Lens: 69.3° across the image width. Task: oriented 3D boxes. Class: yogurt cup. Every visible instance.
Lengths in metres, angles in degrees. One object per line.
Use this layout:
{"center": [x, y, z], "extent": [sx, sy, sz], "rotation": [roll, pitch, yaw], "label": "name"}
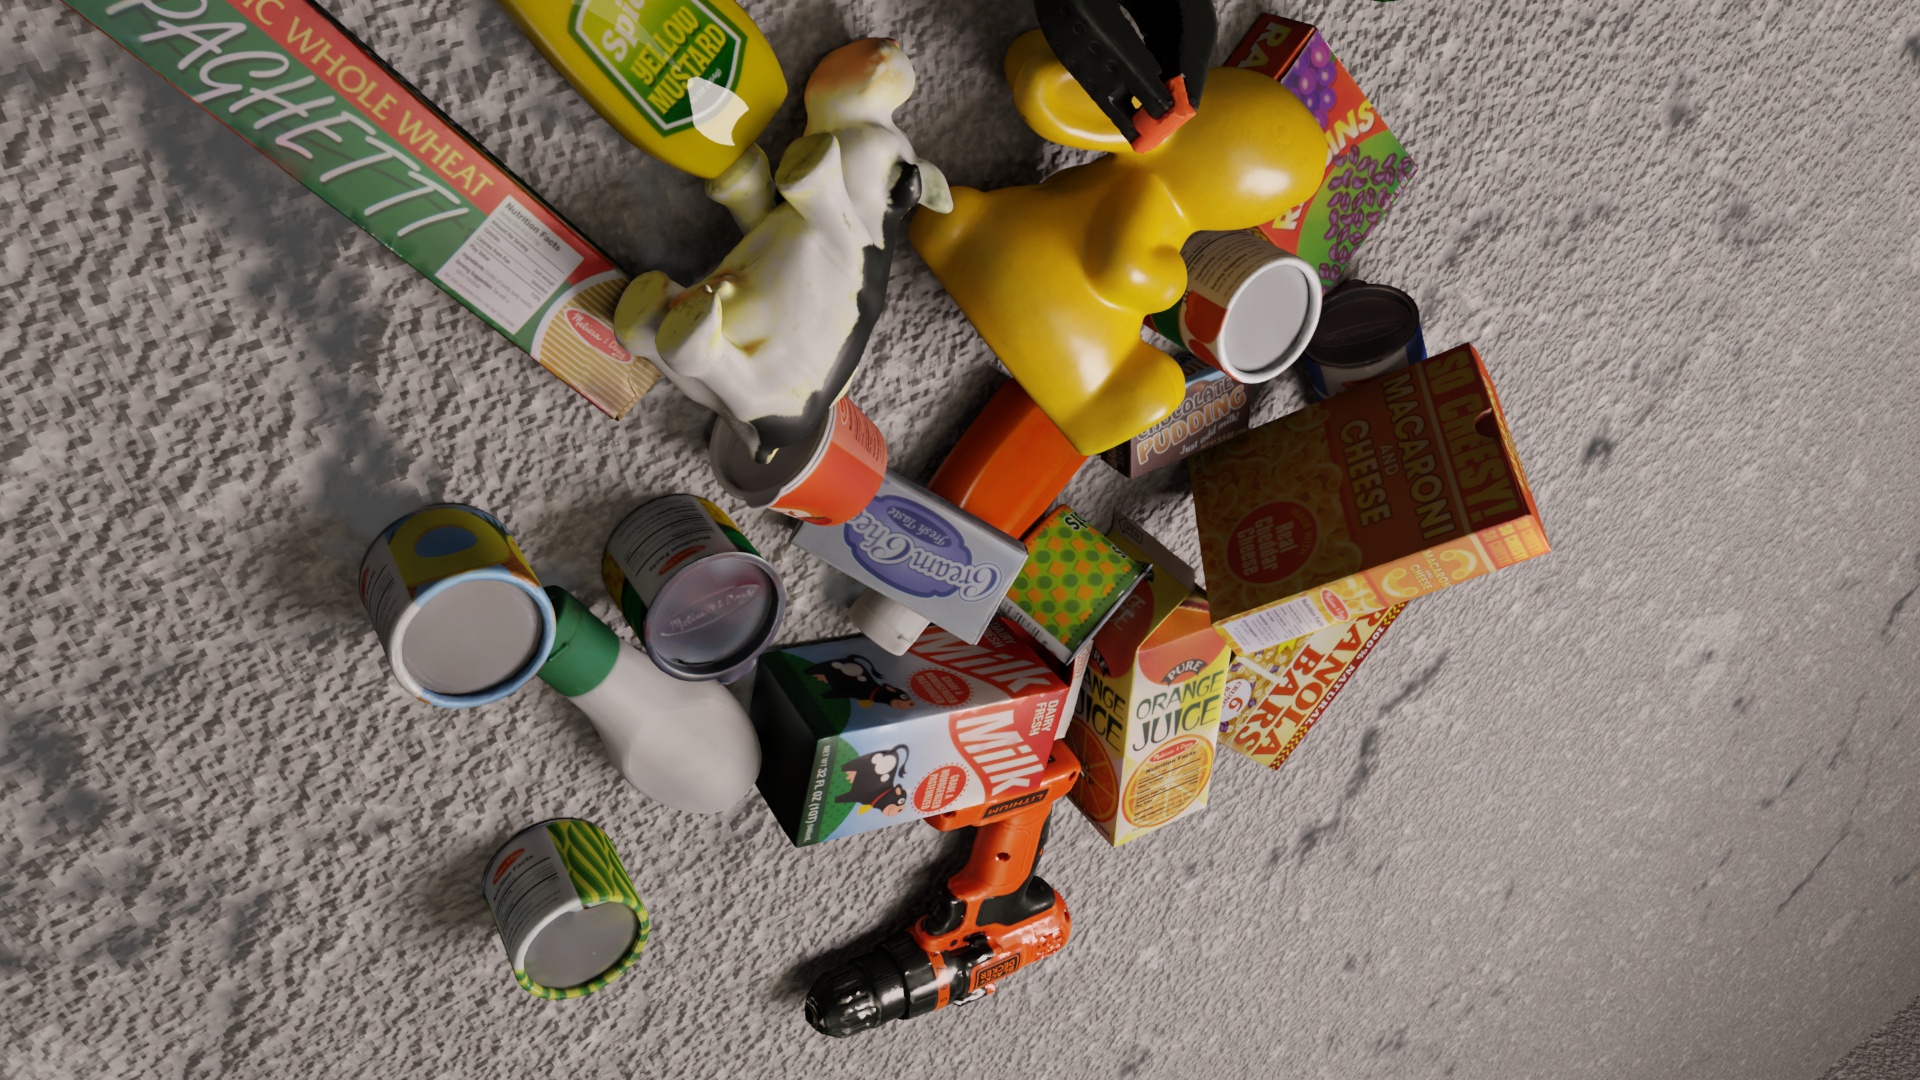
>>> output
{"center": [-0.069, -0.040, 0.621], "extent": [0.072, 0.072, 0.054], "rotation": [-52, 142, 4], "label": "yogurt cup"}

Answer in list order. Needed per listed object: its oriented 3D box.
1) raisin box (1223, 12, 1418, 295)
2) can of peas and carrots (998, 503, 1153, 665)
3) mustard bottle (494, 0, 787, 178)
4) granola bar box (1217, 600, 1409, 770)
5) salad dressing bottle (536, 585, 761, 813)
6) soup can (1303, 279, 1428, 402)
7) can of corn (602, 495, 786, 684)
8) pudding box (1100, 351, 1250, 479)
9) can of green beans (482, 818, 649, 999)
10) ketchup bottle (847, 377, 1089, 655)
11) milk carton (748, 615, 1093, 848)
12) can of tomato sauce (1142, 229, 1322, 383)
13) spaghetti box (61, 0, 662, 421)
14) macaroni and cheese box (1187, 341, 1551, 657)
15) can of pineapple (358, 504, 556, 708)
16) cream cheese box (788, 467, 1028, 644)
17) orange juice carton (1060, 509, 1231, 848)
{"center": [0.170, -0.193, 0.707], "extent": [0.123, 0.040, 0.086], "rotation": [31, 99, -43], "label": "raisin box"}
{"center": [0.057, 0.021, 0.735], "extent": [0.071, 0.059, 0.071], "rotation": [-49, 172, -9], "label": "can of peas and carrots"}
{"center": [-0.131, -0.195, 0.485], "extent": [0.065, 0.049, 0.160], "rotation": [-52, 134, 1], "label": "mustard bottle"}
{"center": [0.216, 0.063, 0.906], "extent": [0.124, 0.039, 0.165], "rotation": [29, 99, -43], "label": "granola bar box"}
{"center": [-0.152, 0.076, 0.652], "extent": [0.064, 0.044, 0.147], "rotation": [-41, 132, -3], "label": "salad dressing bottle"}
{"center": [0.237, -0.097, 0.801], "extent": [0.071, 0.071, 0.083], "rotation": [-39, 134, -8], "label": "soup can"}
{"center": [-0.121, 0.023, 0.628], "extent": [0.071, 0.058, 0.070], "rotation": [-18, 127, -25], "label": "can of corn"}
{"center": [0.117, -0.072, 0.755], "extent": [0.084, 0.030, 0.049], "rotation": [-22, 128, -23], "label": "pudding box"}
{"center": [-0.193, 0.180, 0.680], "extent": [0.071, 0.058, 0.071], "rotation": [-18, 127, -25], "label": "can of green beans"}
{"center": [0.003, -0.009, 0.705], "extent": [0.148, 0.043, 0.064], "rotation": [-51, 141, 4], "label": "ketchup bottle"}
{"center": [-0.012, 0.094, 0.741], "extent": [0.191, 0.073, 0.072], "rotation": [-6, 124, -33], "label": "milk carton"}
{"center": [0.129, -0.123, 0.693], "extent": [0.071, 0.083, 0.070], "rotation": [-18, 127, -25], "label": "can of tomato sauce"}
{"center": [-0.197, -0.132, 0.494], "extent": [0.050, 0.029, 0.249], "rotation": [-48, 134, 0], "label": "spaghetti box"}
{"center": [0.209, -0.021, 0.737], "extent": [0.166, 0.124, 0.040], "rotation": [-23, 135, 25], "label": "macaroni and cheese box"}
{"center": [-0.205, 0.027, 0.571], "extent": [0.071, 0.058, 0.070], "rotation": [-18, 127, -25], "label": "can of pineapple"}
{"center": [-0.024, 0.001, 0.667], "extent": [0.104, 0.024, 0.053], "rotation": [30, 102, -4], "label": "cream cheese box"}
{"center": [0.106, 0.079, 0.816], "extent": [0.073, 0.072, 0.191], "rotation": [-17, 127, -26], "label": "orange juice carton"}
